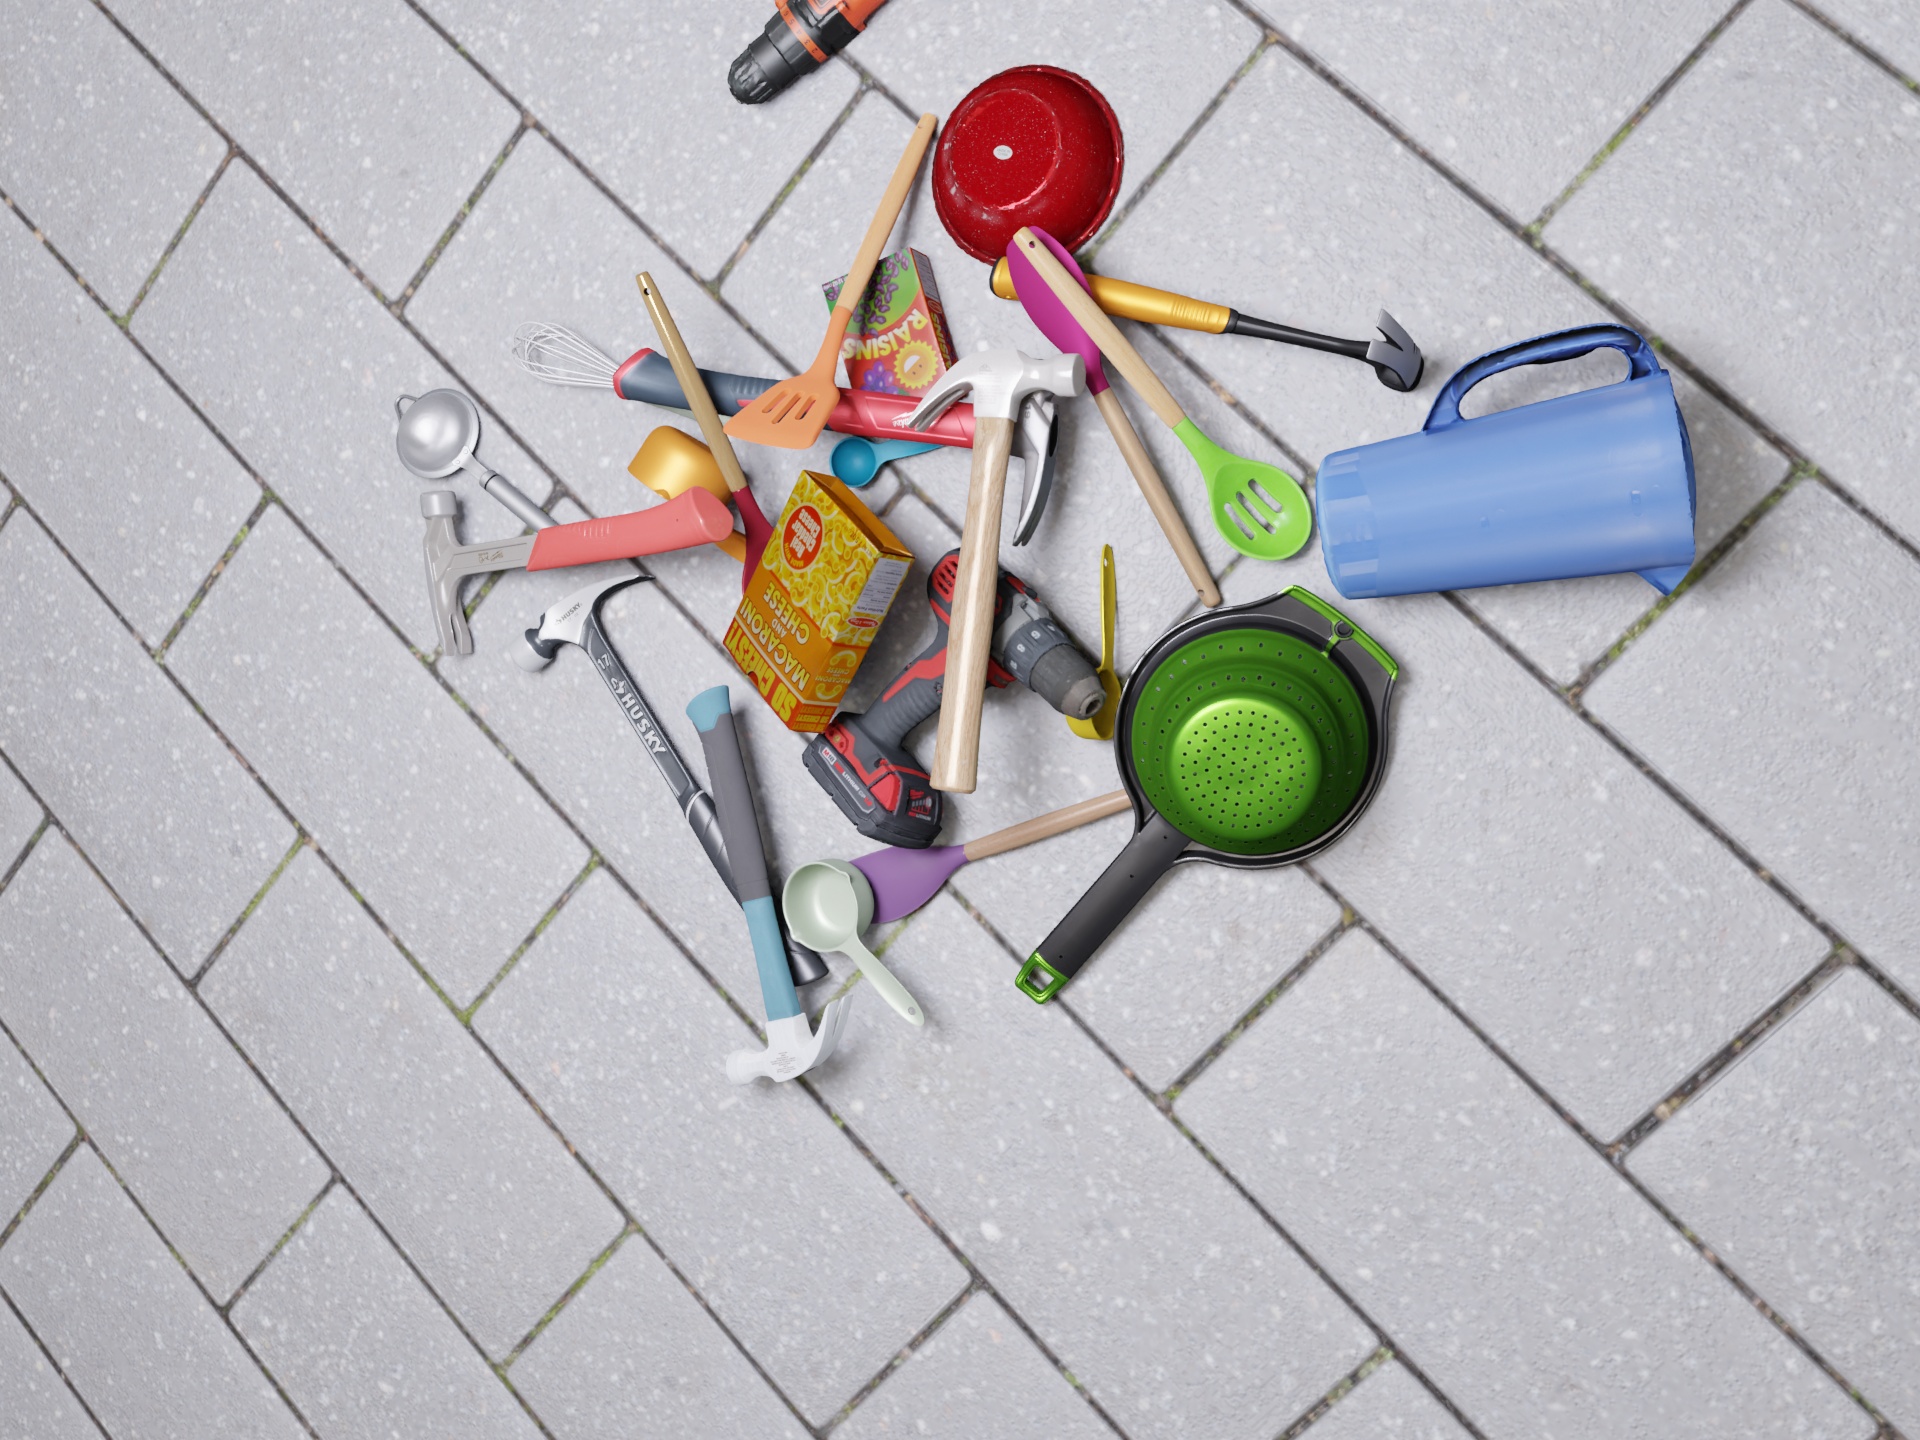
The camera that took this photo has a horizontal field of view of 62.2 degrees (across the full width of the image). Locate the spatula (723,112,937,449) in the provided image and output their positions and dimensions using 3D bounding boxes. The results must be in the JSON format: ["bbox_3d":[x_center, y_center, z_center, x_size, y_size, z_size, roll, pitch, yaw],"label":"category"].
[{"bbox_3d":[-0.085,-0.347,1.248,0.081,0.041,0.323,16,76,25],"label":"spatula"}]

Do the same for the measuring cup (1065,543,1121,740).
[{"bbox_3d":[0.104,-0.061,1.251,0.029,0.062,0.156,-3,81,32],"label":"measuring cup"}]

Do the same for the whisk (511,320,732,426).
[{"bbox_3d":[-0.287,-0.293,1.383,0.246,0.058,0.059,22,134,15],"label":"whisk"}]

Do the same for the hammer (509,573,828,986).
[{"bbox_3d":[-0.236,0.055,1.384,0.149,0.036,0.409,-37,81,17],"label":"hammer"}]

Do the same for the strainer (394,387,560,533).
[{"bbox_3d":[-0.432,-0.224,1.440,0.258,0.050,0.087,39,93,11],"label":"strainer"}]

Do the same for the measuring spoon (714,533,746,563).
[{"bbox_3d":[-0.172,-0.136,1.362,0.117,0.011,0.021,32,103,16],"label":"measuring spoon"}]

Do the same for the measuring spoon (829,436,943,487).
[{"bbox_3d":[-0.046,-0.225,1.313,0.128,0.021,0.042,-16,90,11],"label":"measuring spoon"}]

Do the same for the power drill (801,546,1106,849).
[{"bbox_3d":[-0.002,-0.004,1.250,0.226,0.080,0.188,-53,55,12],"label":"power drill"}]

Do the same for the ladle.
[{"bbox_3d":[-0.191,-0.211,1.289,0.069,0.031,0.315,-21,106,8],"label":"ladle"}]

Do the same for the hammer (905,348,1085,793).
[{"bbox_3d":[0.010,-0.112,1.187,0.130,0.031,0.331,7,89,23],"label":"hammer"}]

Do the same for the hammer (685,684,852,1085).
[{"bbox_3d":[-0.174,0.135,1.324,0.128,0.033,0.331,-15,87,31],"label":"hammer"}]

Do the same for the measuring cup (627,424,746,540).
[{"bbox_3d":[-0.194,-0.189,1.341,0.173,0.095,0.052,30,98,-3],"label":"measuring cup"}]

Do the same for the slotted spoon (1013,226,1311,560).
[{"bbox_3d":[0.147,-0.243,1.184,0.070,0.031,0.313,-43,99,-2],"label":"slotted spoon"}]

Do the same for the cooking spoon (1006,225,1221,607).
[{"bbox_3d":[0.120,-0.228,1.214,0.069,0.017,0.319,-22,99,52],"label":"cooking spoon"}]

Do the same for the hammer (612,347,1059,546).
[{"bbox_3d":[-0.109,-0.236,1.280,0.386,0.038,0.143,11,99,20],"label":"hammer"}]

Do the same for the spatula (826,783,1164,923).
[{"bbox_3d":[0.029,0.102,1.298,0.316,0.018,0.060,-21,84,21],"label":"spatula"}]

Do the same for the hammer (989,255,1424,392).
[{"bbox_3d":[0.170,-0.303,1.184,0.337,0.127,0.034,19,97,24],"label":"hammer"}]

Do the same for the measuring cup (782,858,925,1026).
[{"bbox_3d":[-0.078,0.184,1.316,0.168,0.038,0.083,47,115,15],"label":"measuring cup"}]

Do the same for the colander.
[{"bbox_3d":[0.162,0.084,1.193,0.204,0.094,0.397,38,110,1],"label":"colander"}]

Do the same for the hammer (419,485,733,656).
[{"bbox_3d":[-0.333,-0.139,1.347,0.359,0.036,0.149,-2,98,36],"label":"hammer"}]
